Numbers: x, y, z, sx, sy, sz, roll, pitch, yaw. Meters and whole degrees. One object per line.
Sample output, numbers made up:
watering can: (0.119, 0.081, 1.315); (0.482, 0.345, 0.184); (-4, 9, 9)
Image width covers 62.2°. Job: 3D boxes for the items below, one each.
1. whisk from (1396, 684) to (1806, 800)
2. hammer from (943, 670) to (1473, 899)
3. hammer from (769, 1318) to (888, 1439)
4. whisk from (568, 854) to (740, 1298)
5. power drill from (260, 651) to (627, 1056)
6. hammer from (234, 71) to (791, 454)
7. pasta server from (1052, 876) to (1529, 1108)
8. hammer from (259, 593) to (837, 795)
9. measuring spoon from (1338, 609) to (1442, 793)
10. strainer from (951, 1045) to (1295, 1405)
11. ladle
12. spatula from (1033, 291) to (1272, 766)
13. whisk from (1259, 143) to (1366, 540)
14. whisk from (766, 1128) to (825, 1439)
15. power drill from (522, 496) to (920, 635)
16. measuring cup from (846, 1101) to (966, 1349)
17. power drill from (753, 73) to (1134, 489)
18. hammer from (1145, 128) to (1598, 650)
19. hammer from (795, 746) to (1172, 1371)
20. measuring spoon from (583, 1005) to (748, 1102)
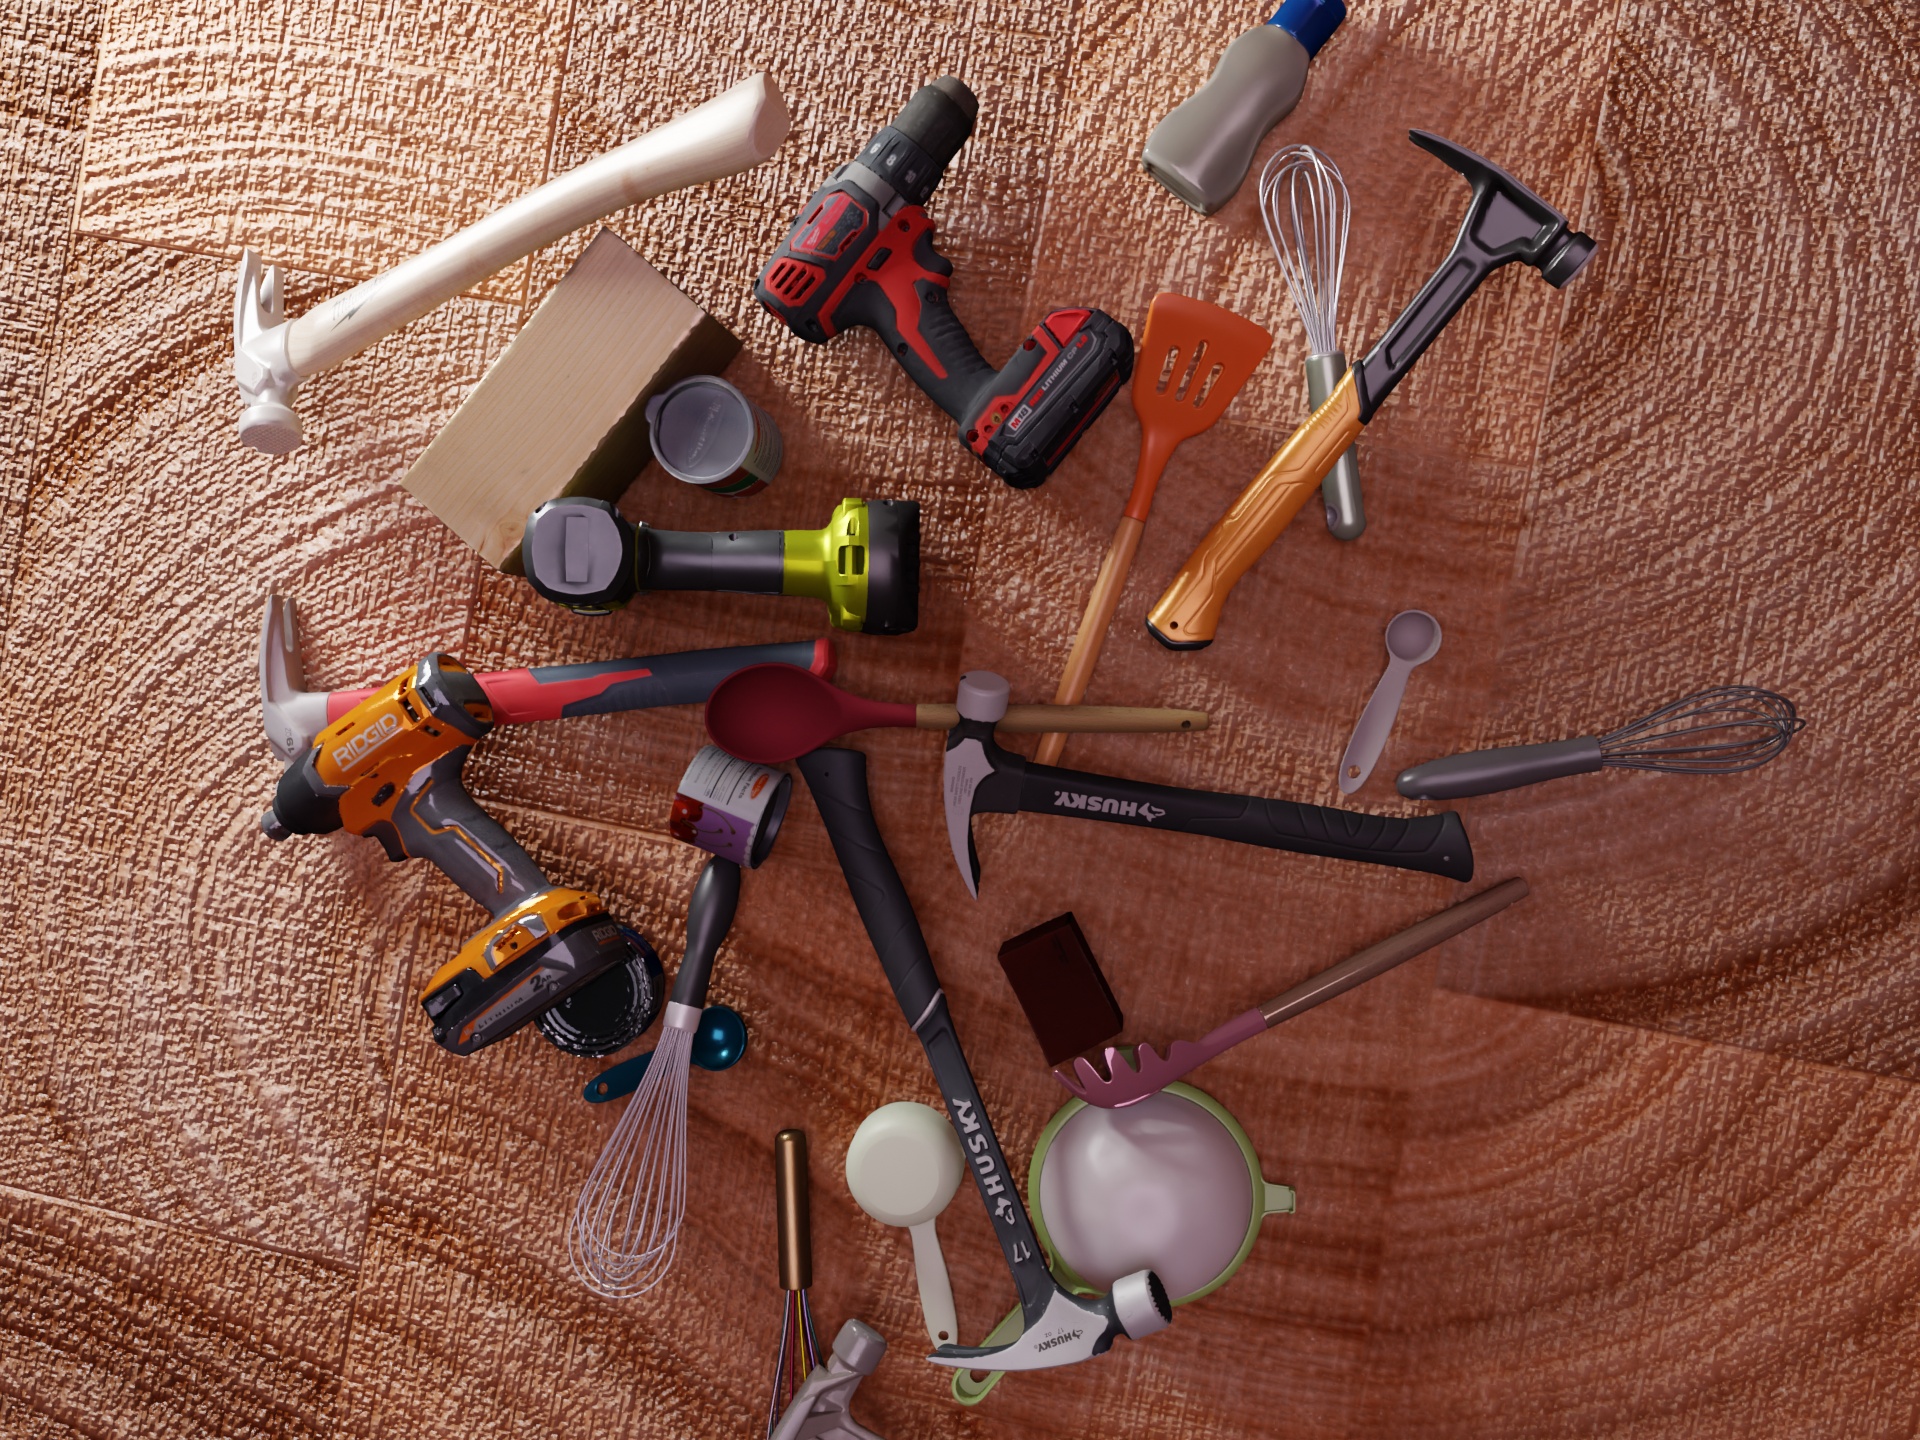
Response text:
whisk: (0.388, 0.020, 0.972); (0.239, 0.055, 0.055); (-11, 90, 10)
hammer: (0.153, 0.063, 0.990); (0.335, 0.035, 0.146); (9, 117, 0)
hammer: (0.042, 0.531, 0.997); (0.359, 0.036, 0.149); (31, 80, -2)
whisk: (-0.187, 0.221, 1.016); (0.070, 0.070, 0.285); (12, 76, 6)
power drill: (-0.332, 0.093, 1.003); (0.164, 0.084, 0.226); (-34, 85, 7)
hammer: (-0.290, -0.303, 0.985); (0.410, 0.038, 0.146); (-19, 67, 20)
pasta server: (0.207, 0.165, 0.984); (0.316, 0.060, 0.040); (-26, 77, -3)
hammer: (-0.274, -0.033, 1.052); (0.386, 0.038, 0.143); (-6, 88, 7)
measuring spoon: (0.267, -0.011, 1.004); (0.034, 0.018, 0.124); (22, 100, 6)
strainer: (0.081, 0.343, 0.999); (0.151, 0.069, 0.256); (42, 93, 4)
ladle: (-0.002, -0.003, 1.001); (0.315, 0.031, 0.069); (1, 114, 1)
spatula: (0.103, -0.104, 1.005); (0.081, 0.041, 0.322); (19, 94, -9)
whisk: (0.226, -0.234, 0.989); (0.059, 0.058, 0.246); (-10, 94, -14)
whisk: (-0.104, 0.391, 1.036); (0.051, 0.047, 0.245); (-3, 87, 8)
power drill: (-0.145, -0.095, 0.978); (0.228, 0.190, 0.080); (1, 91, -8)
measuring cup: (-0.027, 0.333, 1.026); (0.083, 0.038, 0.167); (-13, 87, 7)
power drill: (0.004, -0.276, 1.000); (0.227, 0.080, 0.188); (40, 94, 8)
hammer: (0.219, -0.183, 0.959); (0.127, 0.034, 0.337); (39, 107, 4)
hammer: (-0.017, 0.202, 0.992); (0.149, 0.036, 0.409); (-26, 77, 14)
measuring spoon: (-0.194, 0.227, 1.059); (0.128, 0.021, 0.042); (-25, 71, 15)
